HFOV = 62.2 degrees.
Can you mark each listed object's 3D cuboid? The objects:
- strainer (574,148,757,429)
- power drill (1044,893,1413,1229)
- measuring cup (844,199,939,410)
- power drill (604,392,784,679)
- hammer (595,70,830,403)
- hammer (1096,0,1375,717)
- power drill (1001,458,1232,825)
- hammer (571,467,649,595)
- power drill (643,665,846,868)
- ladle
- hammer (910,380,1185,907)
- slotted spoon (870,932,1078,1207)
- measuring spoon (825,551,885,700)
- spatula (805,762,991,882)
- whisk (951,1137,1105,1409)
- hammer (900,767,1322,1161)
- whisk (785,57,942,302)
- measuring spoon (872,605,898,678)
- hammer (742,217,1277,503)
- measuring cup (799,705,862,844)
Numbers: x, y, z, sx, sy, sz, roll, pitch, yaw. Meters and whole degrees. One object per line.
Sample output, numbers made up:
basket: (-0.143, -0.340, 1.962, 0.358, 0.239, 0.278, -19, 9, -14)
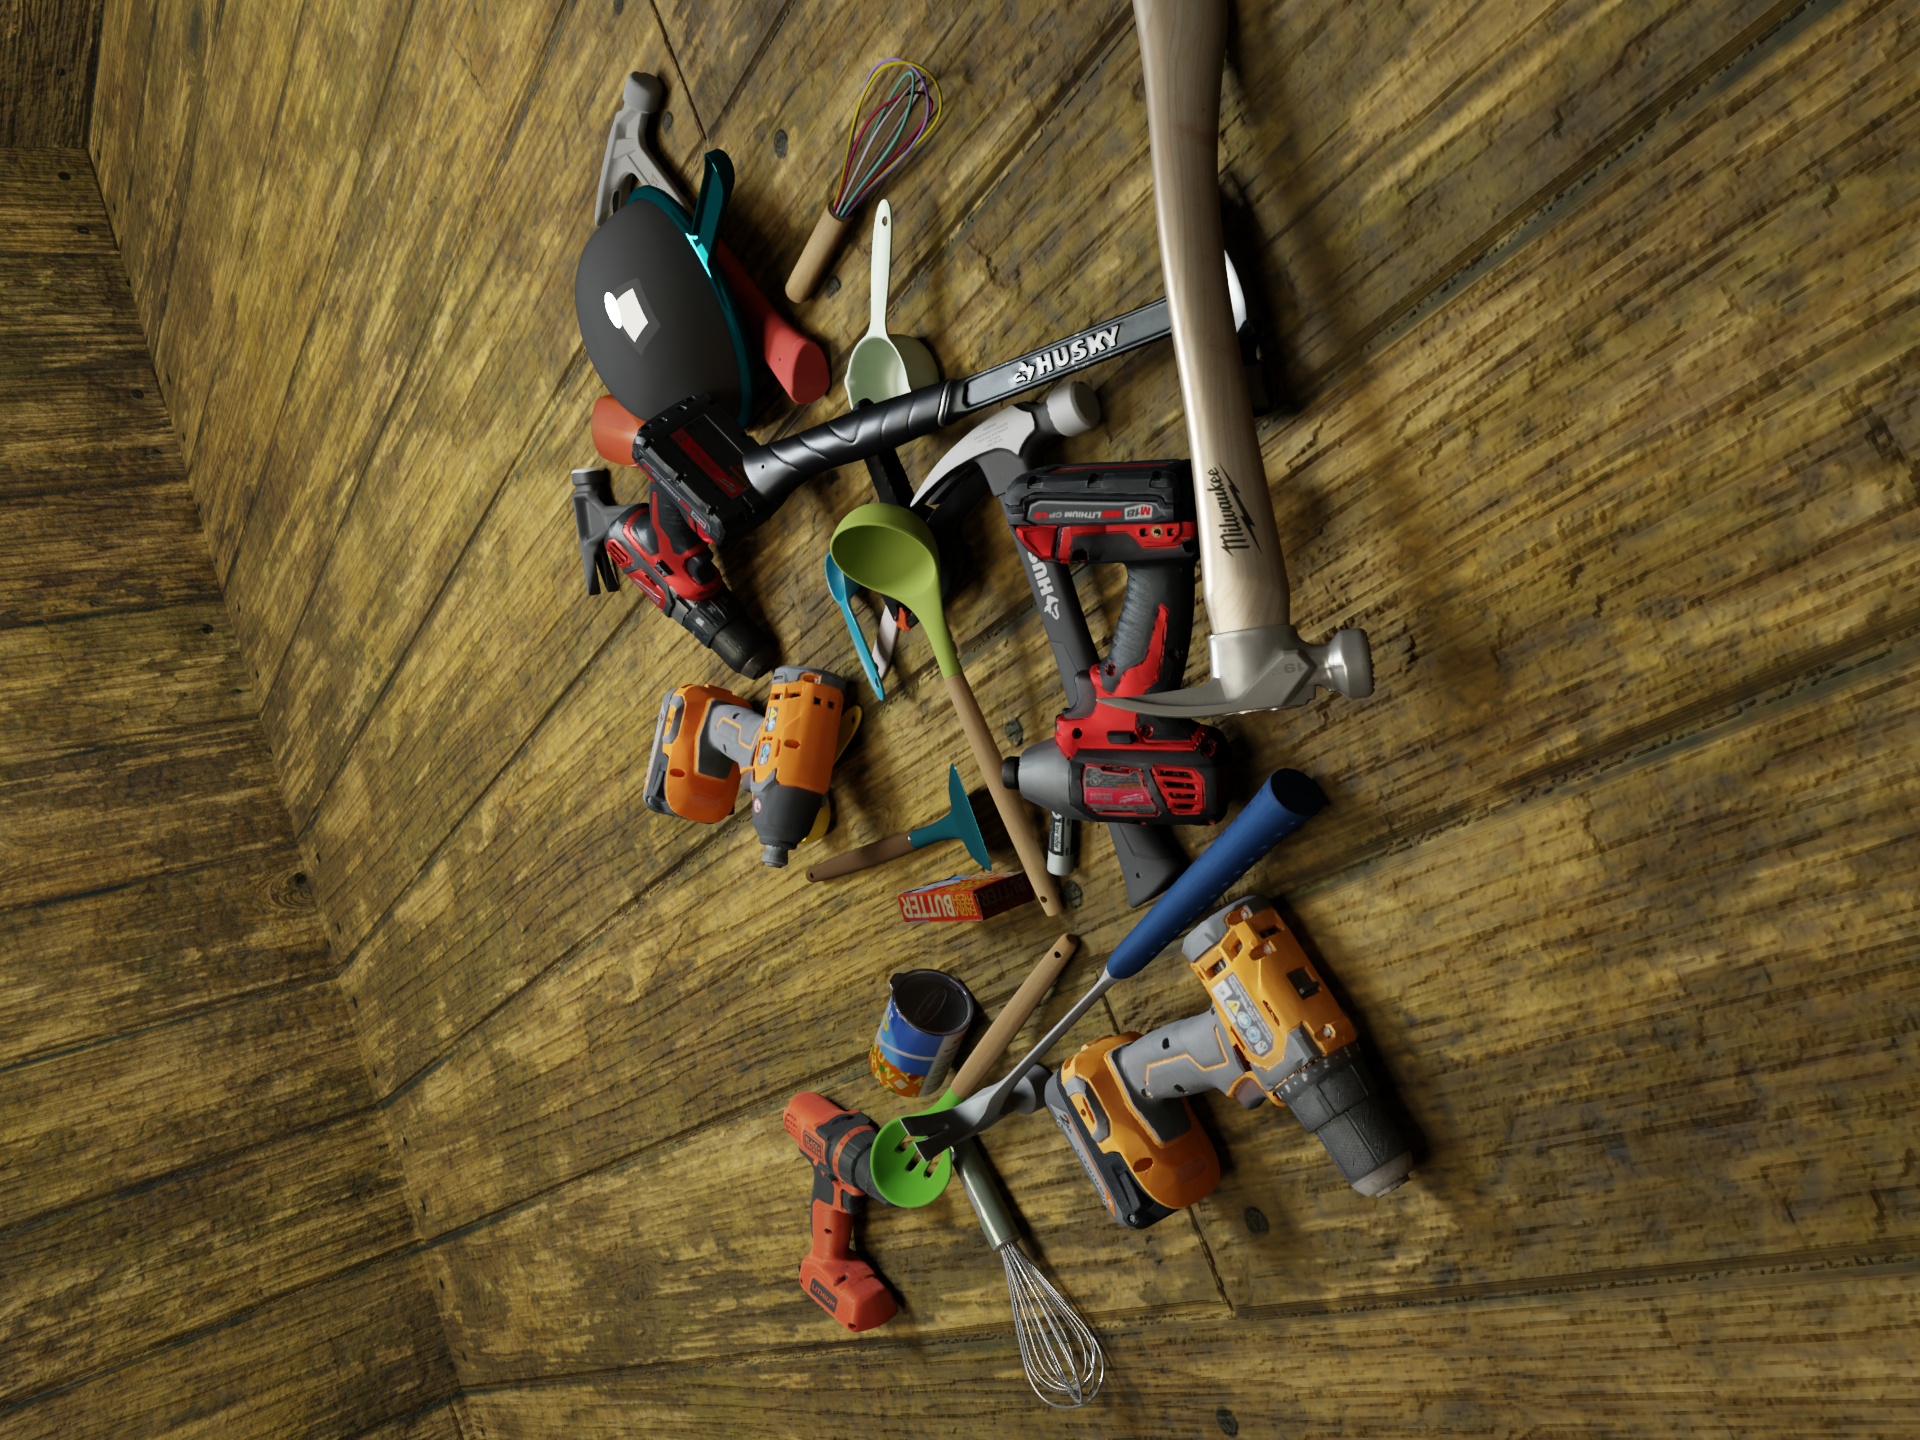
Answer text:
strainer: (-0.241, -0.336, 1.250, 0.211, 0.095, 0.340, 61, 160, 3)
power drill: (0.166, 0.239, 0.991, 0.185, 0.084, 0.226, 58, 136, 21)
measuring cup: (-0.044, -0.285, 1.139, 0.083, 0.038, 0.167, 23, 117, 48)
power drill: (-0.210, -0.143, 1.332, 0.188, 0.080, 0.226, 46, 150, 5)
hammer: (-0.212, -0.382, 1.333, 0.359, 0.036, 0.149, 55, 139, 28)
hammer: (0.124, -0.206, 0.866, 0.146, 0.038, 0.411, -8, 86, 12)
power drill: (0.089, -0.043, 0.964, 0.143, 0.078, 0.219, 1, 105, 20)
hammer: (-0.276, -0.183, 1.484, 0.337, 0.034, 0.127, 5, 104, 53)
power drill: (-0.186, 0.042, 1.360, 0.226, 0.084, 0.164, -4, 73, 53)
ladle: (-0.002, -0.004, 1.117, 0.078, 0.062, 0.320, -18, 98, 42)
hammer: (0.072, -0.039, 1.044, 0.146, 0.035, 0.335, -19, 88, 37)
slotted spoon: (0.013, 0.269, 1.217, 0.070, 0.031, 0.313, 41, 124, 15)
measuring spoon: (-0.076, -0.076, 1.257, 0.129, 0.021, 0.042, 69, 157, 13)
spatula: (-0.057, 0.101, 1.273, 0.317, 0.044, 0.082, -25, 84, 55)
whisk: (0.039, 0.417, 1.245, 0.247, 0.059, 0.057, 60, 169, 28)
hammer: (0.096, 0.170, 1.038, 0.035, 0.144, 0.405, 55, 132, 22)
whisk: (-0.076, -0.380, 1.150, 0.245, 0.047, 0.051, -44, 54, 55)
measuring spoon: (-0.059, -0.079, 1.239, 0.034, 0.018, 0.124, 46, 135, 35)
hammer: (0.006, -0.214, 1.014, 0.409, 0.036, 0.149, -12, 88, 39)
measuring cup: (-0.112, 0.045, 1.352, 0.156, 0.029, 0.062, -55, 50, 32)
